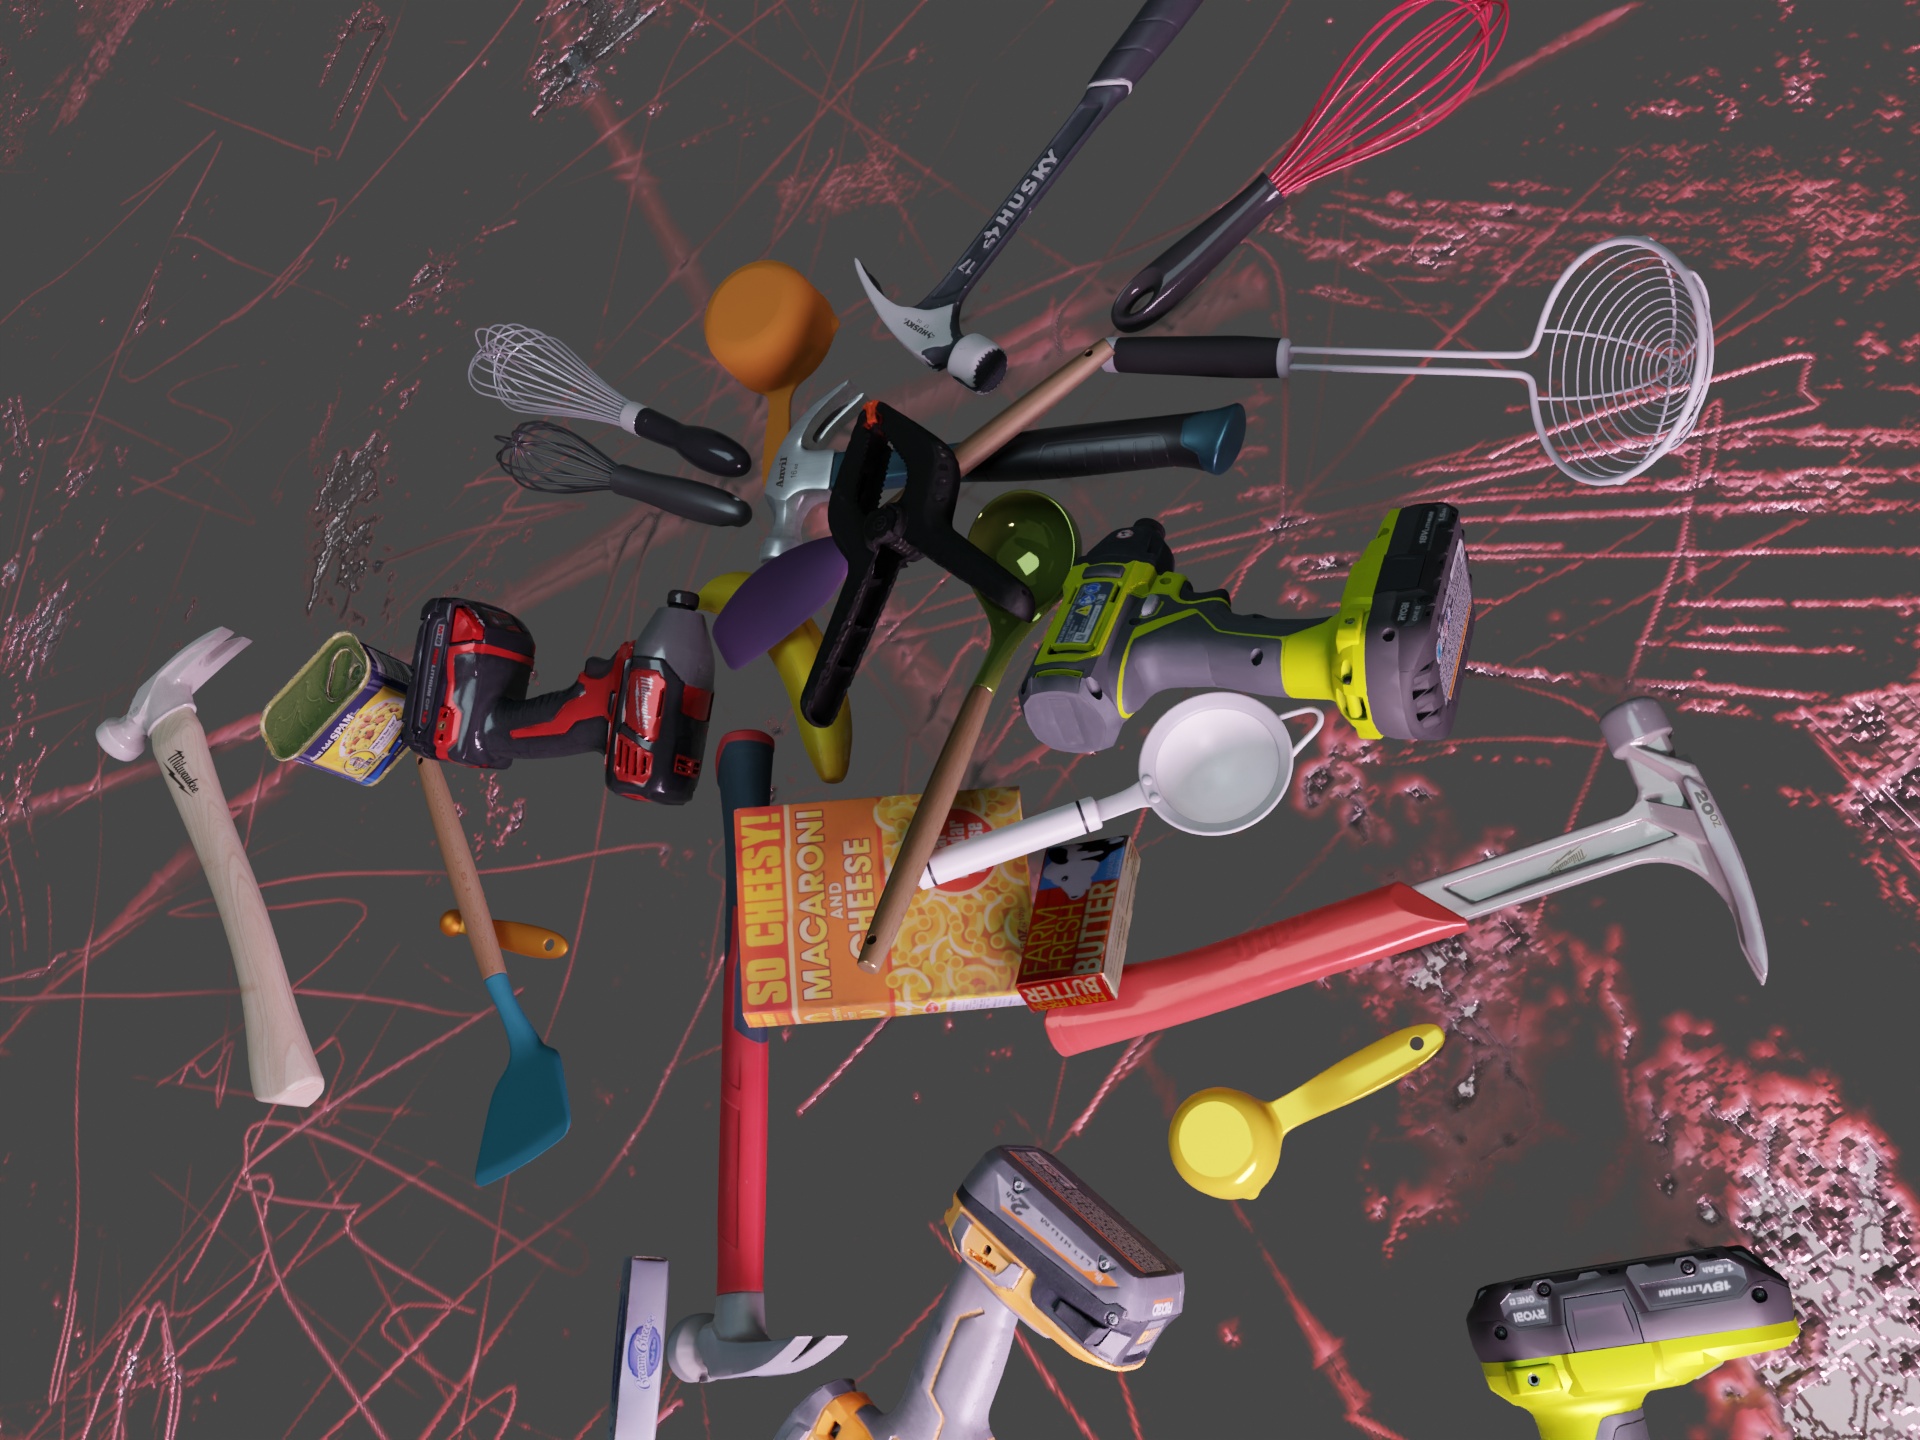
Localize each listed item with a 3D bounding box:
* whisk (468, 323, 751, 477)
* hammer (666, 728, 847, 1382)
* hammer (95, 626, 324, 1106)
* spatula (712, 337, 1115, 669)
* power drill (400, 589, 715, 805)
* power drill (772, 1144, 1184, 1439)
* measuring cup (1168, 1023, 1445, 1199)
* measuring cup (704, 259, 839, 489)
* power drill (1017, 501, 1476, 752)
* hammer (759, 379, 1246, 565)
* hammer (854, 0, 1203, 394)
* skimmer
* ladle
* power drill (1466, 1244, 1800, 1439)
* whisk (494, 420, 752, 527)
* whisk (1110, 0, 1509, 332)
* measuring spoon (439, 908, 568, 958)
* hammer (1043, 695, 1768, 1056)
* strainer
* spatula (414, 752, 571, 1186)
[{"bbox_3d":[-0.264,-0.234,1.183,0.285,0.070,0.070,27,85,27],"label":"whisk"},{"bbox_3d":[-0.120,0.181,0.944,0.143,0.038,0.387,-31,53,47],"label":"hammer"},{"bbox_3d":[-0.553,0.109,1.213,0.146,0.038,0.411,-39,60,8],"label":"hammer"},{"bbox_3d":[-0.033,-0.141,1.010,0.316,0.018,0.060,-36,57,9],"label":"spatula"},{"bbox_3d":[-0.267,-0.024,1.089,0.220,0.078,0.143,6,84,25],"label":"power drill"},{"bbox_3d":[0.022,0.358,0.811,0.185,0.084,0.226,36,95,32],"label":"power drill"},{"bbox_3d":[0.177,0.195,0.819,0.156,0.029,0.062,-32,61,15],"label":"measuring cup"},{"bbox_3d":[-0.140,-0.245,1.122,0.095,0.052,0.174,-10,66,23],"label":"measuring cup"},{"bbox_3d":[0.159,-0.058,0.876,0.223,0.080,0.171,1,44,28],"label":"power drill"},{"bbox_3d":[0.020,-0.167,1.027,0.331,0.033,0.128,-1,73,26],"label":"hammer"},{"bbox_3d":[0.086,-0.415,1.083,0.149,0.036,0.409,38,91,33],"label":"hammer"},{"bbox_3d":[0.231,-0.206,0.901,0.363,0.090,0.127,9,104,31],"label":"skimmer"},{"bbox_3d":[-0.001,-0.003,0.911,0.078,0.062,0.320,1,52,32],"label":"ladle"},{"bbox_3d":[0.323,0.345,0.667,0.190,0.080,0.229,-18,68,20],"label":"power drill"},{"bbox_3d":[-0.248,-0.177,1.158,0.239,0.055,0.055,19,81,27],"label":"whisk"},{"bbox_3d":[0.210,-0.343,0.984,0.296,0.073,0.073,-39,59,16],"label":"whisk"},{"bbox_3d":[-0.316,0.146,1.094,0.117,0.011,0.021,7,75,28],"label":"measuring spoon"},{"bbox_3d":[0.213,0.117,0.826,0.359,0.036,0.149,-22,64,18],"label":"hammer"},{"bbox_3d":[0.079,0.049,0.888,0.258,0.050,0.087,-19,59,3],"label":"strainer"},{"bbox_3d":[-0.327,0.149,1.070,0.082,0.044,0.318,-33,67,18],"label":"spatula"}]
